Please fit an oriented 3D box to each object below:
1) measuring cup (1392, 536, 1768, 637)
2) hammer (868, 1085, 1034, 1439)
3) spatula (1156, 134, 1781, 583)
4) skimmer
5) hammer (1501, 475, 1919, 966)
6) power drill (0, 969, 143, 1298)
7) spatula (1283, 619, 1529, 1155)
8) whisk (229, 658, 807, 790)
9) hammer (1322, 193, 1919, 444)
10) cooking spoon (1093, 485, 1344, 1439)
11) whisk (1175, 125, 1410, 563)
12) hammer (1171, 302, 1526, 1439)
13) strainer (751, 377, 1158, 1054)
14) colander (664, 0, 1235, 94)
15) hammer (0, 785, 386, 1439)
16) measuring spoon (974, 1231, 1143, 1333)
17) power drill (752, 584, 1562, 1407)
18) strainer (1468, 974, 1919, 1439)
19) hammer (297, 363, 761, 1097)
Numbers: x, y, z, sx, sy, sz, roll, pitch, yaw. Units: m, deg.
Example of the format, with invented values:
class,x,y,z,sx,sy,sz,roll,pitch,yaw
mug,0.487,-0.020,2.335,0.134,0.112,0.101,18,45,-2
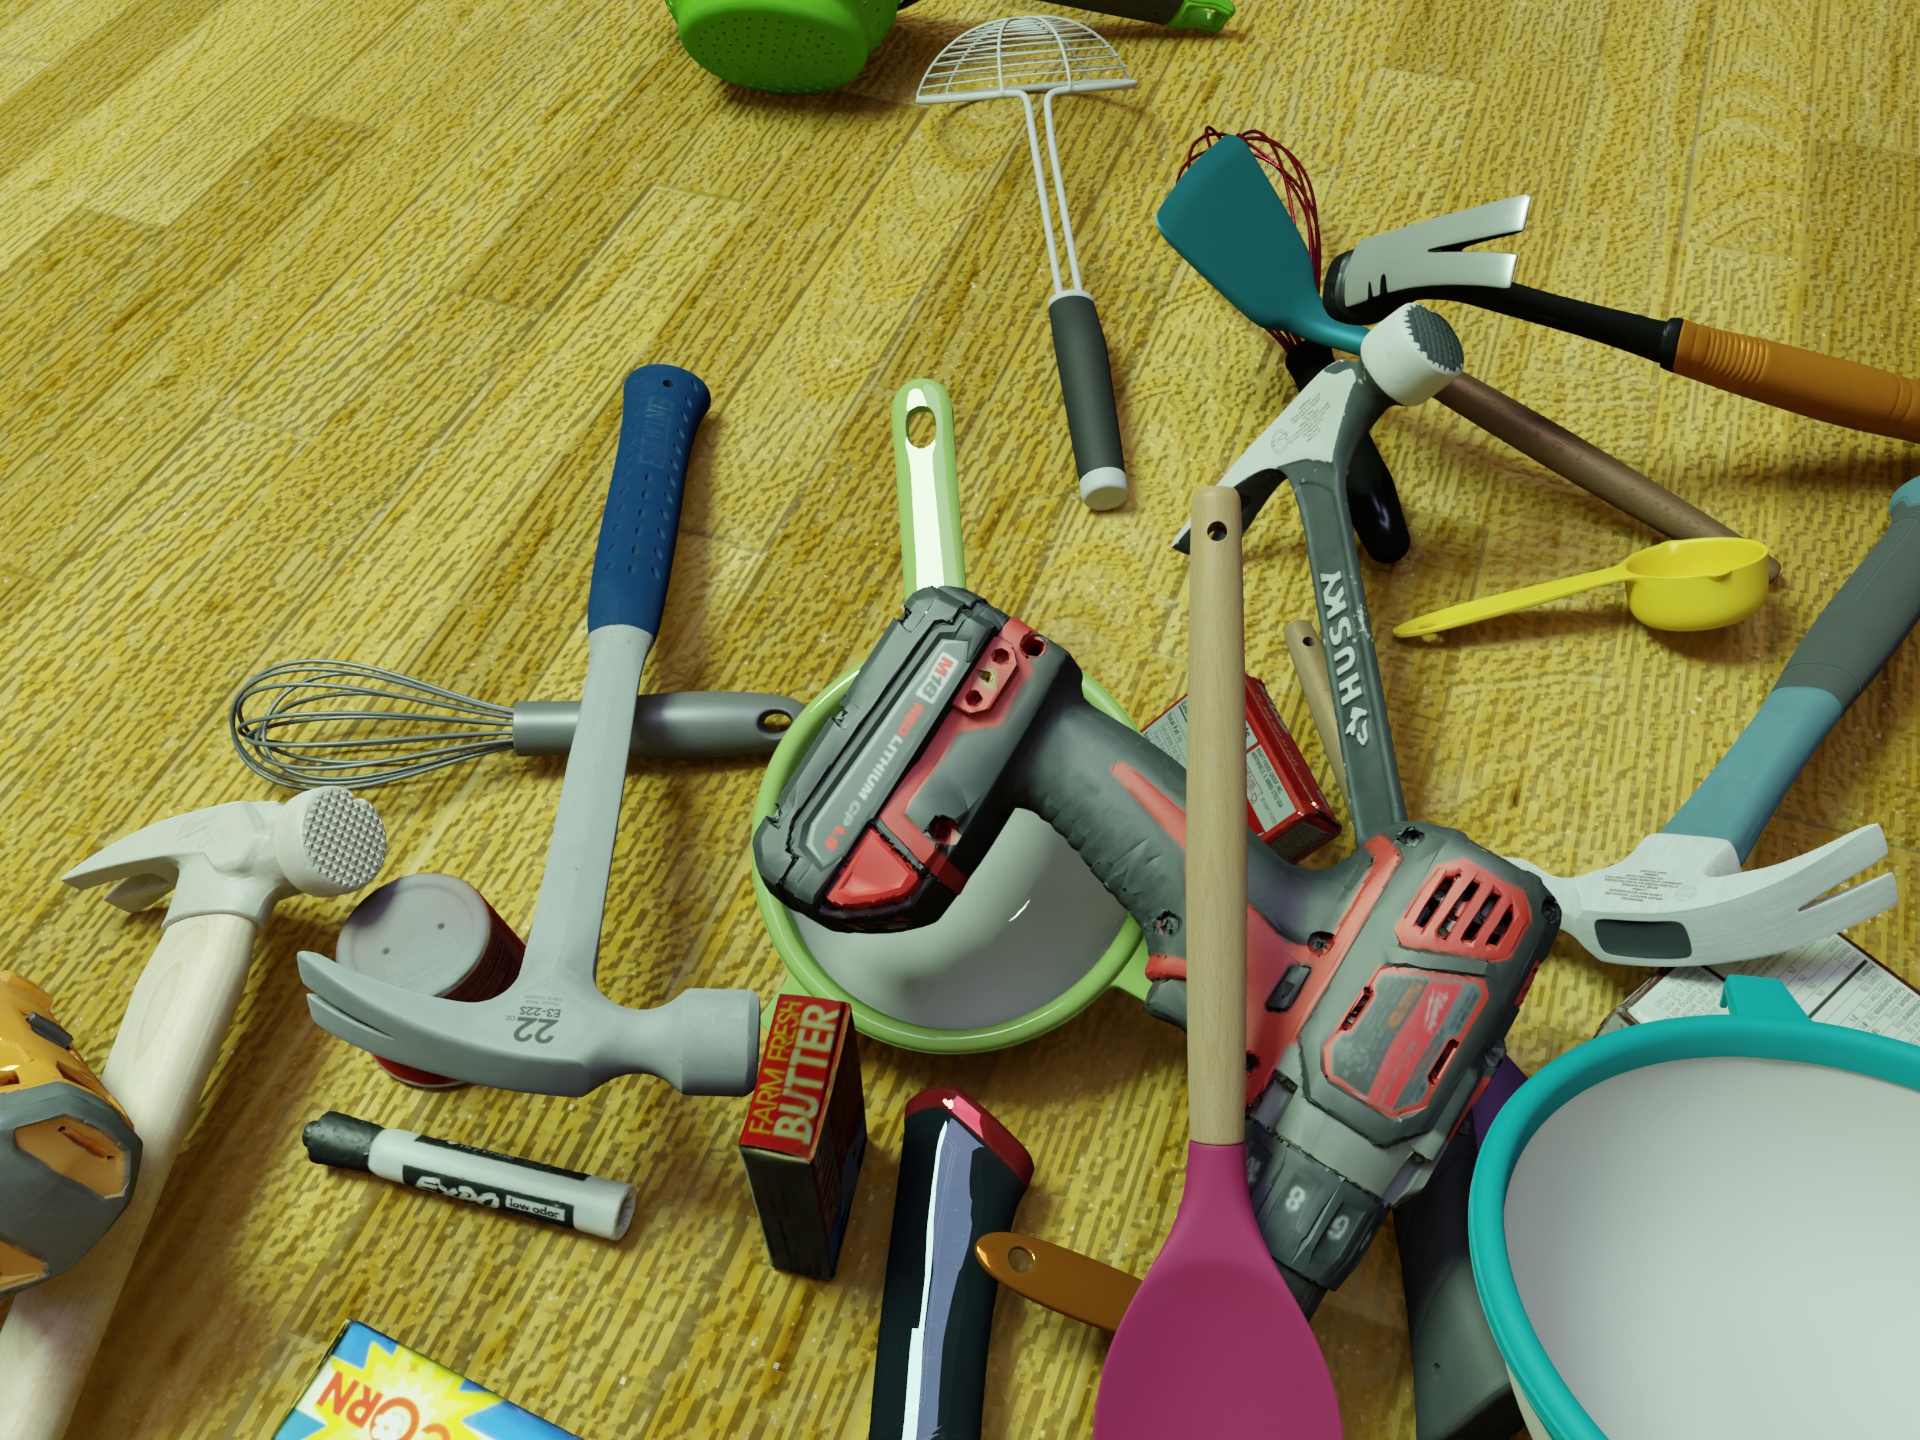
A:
class,x,y,z,sx,sy,sz,roll,pitch,yaw
measuring cup,0.267,-0.046,0.687,0.156,0.029,0.062,-13,17,8
hammer,-0.032,0.285,0.434,0.143,0.038,0.387,1,52,5
spatula,0.231,-0.154,0.719,0.317,0.044,0.082,33,58,8
skimmer,0.051,-0.249,0.852,0.127,0.090,0.364,-5,62,-2
hammer,0.339,-0.013,0.632,0.331,0.033,0.128,-39,26,-31
power drill,-0.370,0.169,0.483,0.185,0.084,0.226,22,64,44
spatula,0.172,0.084,0.594,0.060,0.018,0.316,-9,53,-4
whisk,-0.181,0.000,0.657,0.239,0.055,0.055,-1,52,-4
hammer,0.332,-0.157,0.683,0.336,0.127,0.034,10,94,-17
cooking spoon,0.073,0.092,0.448,0.069,0.017,0.319,0,86,12
whisk,0.166,-0.195,0.788,0.073,0.073,0.296,-9,58,-5
hammer,0.149,0.043,0.581,0.036,0.149,0.409,17,56,-28
strainer,-0.001,-0.002,0.604,0.151,0.069,0.256,-8,73,9
colander,-0.027,-0.426,0.950,0.397,0.204,0.094,6,86,-13
hammer,-0.292,0.212,0.485,0.146,0.038,0.411,-13,53,28
measuring spoon,0.059,0.184,0.500,0.117,0.011,0.021,23,47,-6
power drill,0.047,0.081,0.499,0.227,0.080,0.188,31,84,14
strainer,0.188,0.205,0.399,0.340,0.095,0.211,-22,39,-30
hammer,-0.143,-0.027,0.636,0.144,0.035,0.406,4,42,-7
